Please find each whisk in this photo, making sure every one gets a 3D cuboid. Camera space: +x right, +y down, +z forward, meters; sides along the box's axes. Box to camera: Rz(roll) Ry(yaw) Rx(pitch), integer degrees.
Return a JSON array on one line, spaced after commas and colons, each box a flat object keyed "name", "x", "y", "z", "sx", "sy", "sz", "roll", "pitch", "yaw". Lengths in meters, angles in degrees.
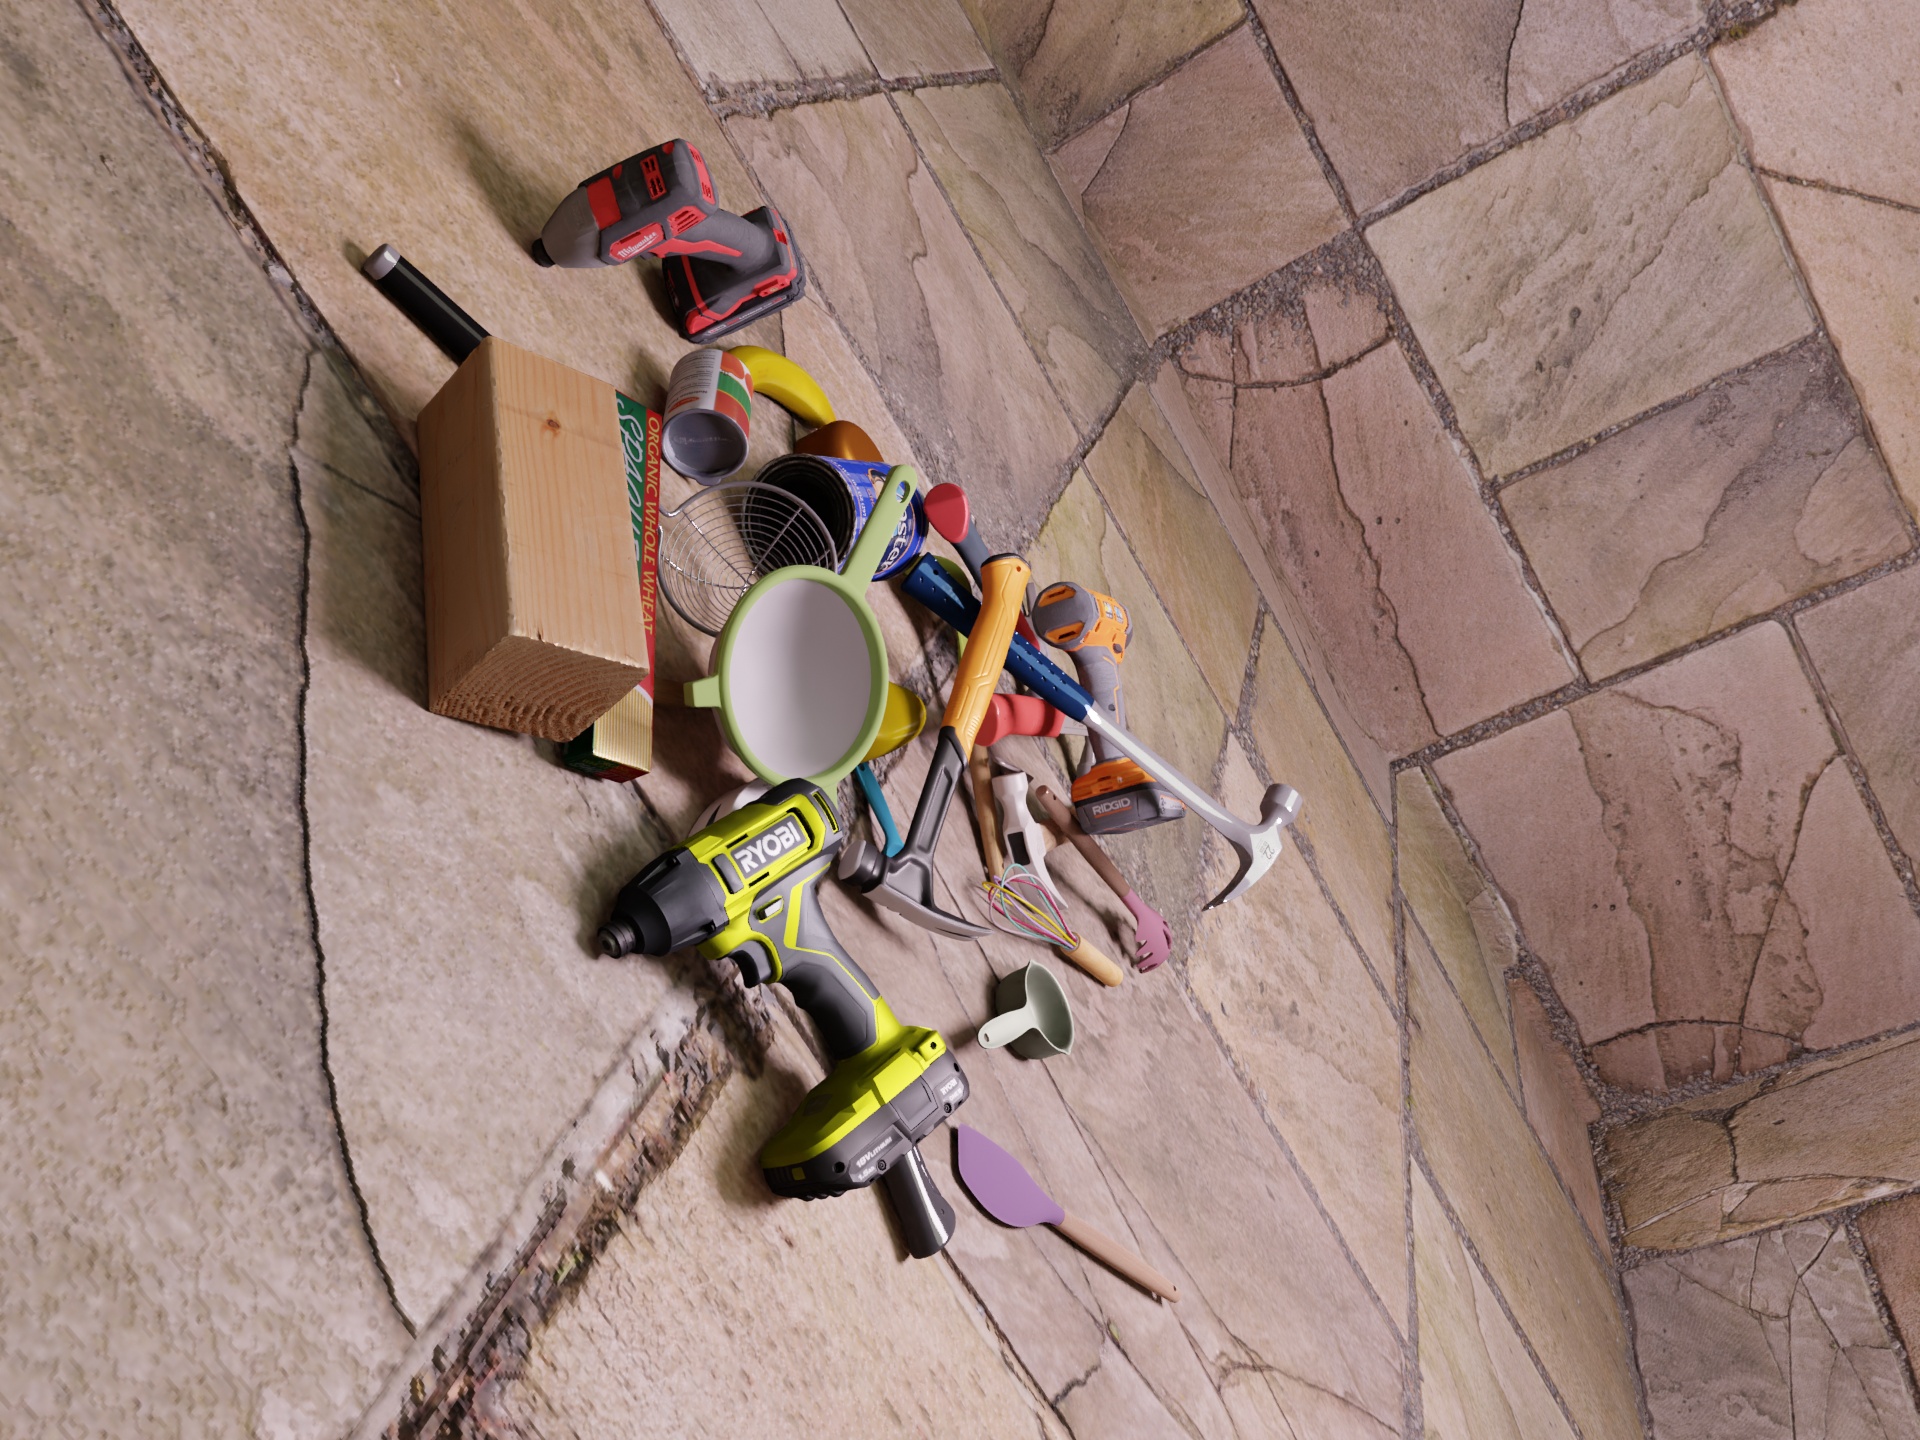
[{"name": "whisk", "x": 0.086, "y": 0.188, "z": 1.417, "sx": 0.244, "sy": 0.047, "sz": 0.051, "roll": 43, "pitch": 43, "yaw": -49}]

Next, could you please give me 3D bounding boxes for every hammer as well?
[{"name": "hammer", "x": 0.114, "y": 0.002, "z": 1.363, "sx": 0.405, "sy": 0.035, "sz": 0.144, "roll": 38, "pitch": 58, "yaw": -8}, {"name": "hammer", "x": 0.082, "y": -0.012, "z": 1.508, "sx": 0.359, "sy": 0.037, "sz": 0.149, "roll": 6, "pitch": 87, "yaw": -68}, {"name": "hammer", "x": -0.082, "y": 0.193, "z": 1.057, "sx": 0.146, "sy": 0.035, "sz": 0.335, "roll": -5, "pitch": 71, "yaw": -66}, {"name": "hammer", "x": 0.007, "y": 0.007, "z": 1.258, "sx": 0.127, "sy": 0.034, "sz": 0.337, "roll": 32, "pitch": 56, "yaw": -22}, {"name": "hammer", "x": 0.106, "y": 0.104, "z": 1.532, "sx": 0.331, "sy": 0.031, "sz": 0.130, "roll": -8, "pitch": 86, "yaw": -70}, {"name": "hammer", "x": 0.031, "y": -0.135, "z": 1.488, "sx": 0.386, "sy": 0.038, "sz": 0.143, "roll": 53, "pitch": 25, "yaw": -66}]

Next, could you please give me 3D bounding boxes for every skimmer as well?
[{"name": "skimmer", "x": -0.230, "y": -0.185, "z": 1.058, "sx": 0.362, "sy": 0.090, "sz": 0.127, "roll": 43, "pitch": 62, "yaw": -36}]

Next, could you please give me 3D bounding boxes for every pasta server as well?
[{"name": "pasta server", "x": 0.136, "y": 0.150, "z": 1.508, "sx": 0.315, "sy": 0.040, "sz": 0.060, "roll": 50, "pitch": 33, "yaw": -44}]

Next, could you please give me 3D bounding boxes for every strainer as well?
[{"name": "strainer", "x": -0.103, "y": -0.072, "z": 1.093, "sx": 0.151, "sy": 0.069, "sz": 0.256, "roll": 45, "pitch": 58, "yaw": -39}]

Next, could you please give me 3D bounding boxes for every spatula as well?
[{"name": "spatula", "x": 0.089, "y": 0.395, "z": 1.231, "sx": 0.315, "sy": 0.018, "sz": 0.060, "roll": 43, "pitch": 31, "yaw": -38}]

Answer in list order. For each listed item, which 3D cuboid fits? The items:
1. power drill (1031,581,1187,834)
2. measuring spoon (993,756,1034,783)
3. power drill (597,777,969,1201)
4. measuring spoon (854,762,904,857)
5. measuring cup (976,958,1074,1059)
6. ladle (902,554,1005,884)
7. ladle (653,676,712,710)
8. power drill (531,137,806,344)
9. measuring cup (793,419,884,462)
[{"name": "power drill", "x": 0.142, "y": -0.011, "z": 1.484, "sx": 0.164, "sy": 0.084, "sz": 0.226, "roll": 8, "pitch": 67, "yaw": -65}, {"name": "measuring spoon", "x": 0.043, "y": 0.048, "z": 1.455, "sx": 0.034, "sy": 0.018, "sz": 0.124, "roll": 29, "pitch": 0, "yaw": 12}, {"name": "power drill", "x": -0.105, "y": 0.165, "z": 0.954, "sx": 0.171, "sy": 0.080, "sz": 0.223, "roll": -32, "pitch": 93, "yaw": -43}, {"name": "measuring spoon", "x": -0.066, "y": 0.081, "z": 1.238, "sx": 0.042, "sy": 0.021, "sz": 0.129, "roll": 14, "pitch": 44, "yaw": -52}, {"name": "measuring cup", "x": 0.039, "y": 0.241, "z": 1.261, "sx": 0.167, "sy": 0.038, "sz": 0.083, "roll": -4, "pitch": 70, "yaw": -64}, {"name": "ladle", "x": -0.002, "y": -0.005, "z": 1.437, "sx": 0.078, "sy": 0.062, "sz": 0.320, "roll": 42, "pitch": 36, "yaw": -65}, {"name": "ladle", "x": -0.183, "y": -0.015, "z": 1.066, "sx": 0.315, "sy": 0.031, "sz": 0.069, "roll": 11, "pitch": 65, "yaw": -60}, {"name": "power drill", "x": -0.220, "y": -0.363, "z": 1.218, "sx": 0.078, "sy": 0.143, "sz": 0.219, "roll": 71, "pitch": 17, "yaw": 6}, {"name": "measuring cup", "x": -0.078, "y": -0.202, "z": 1.448, "sx": 0.173, "sy": 0.052, "sz": 0.095, "roll": 42, "pitch": 31, "yaw": -38}]
